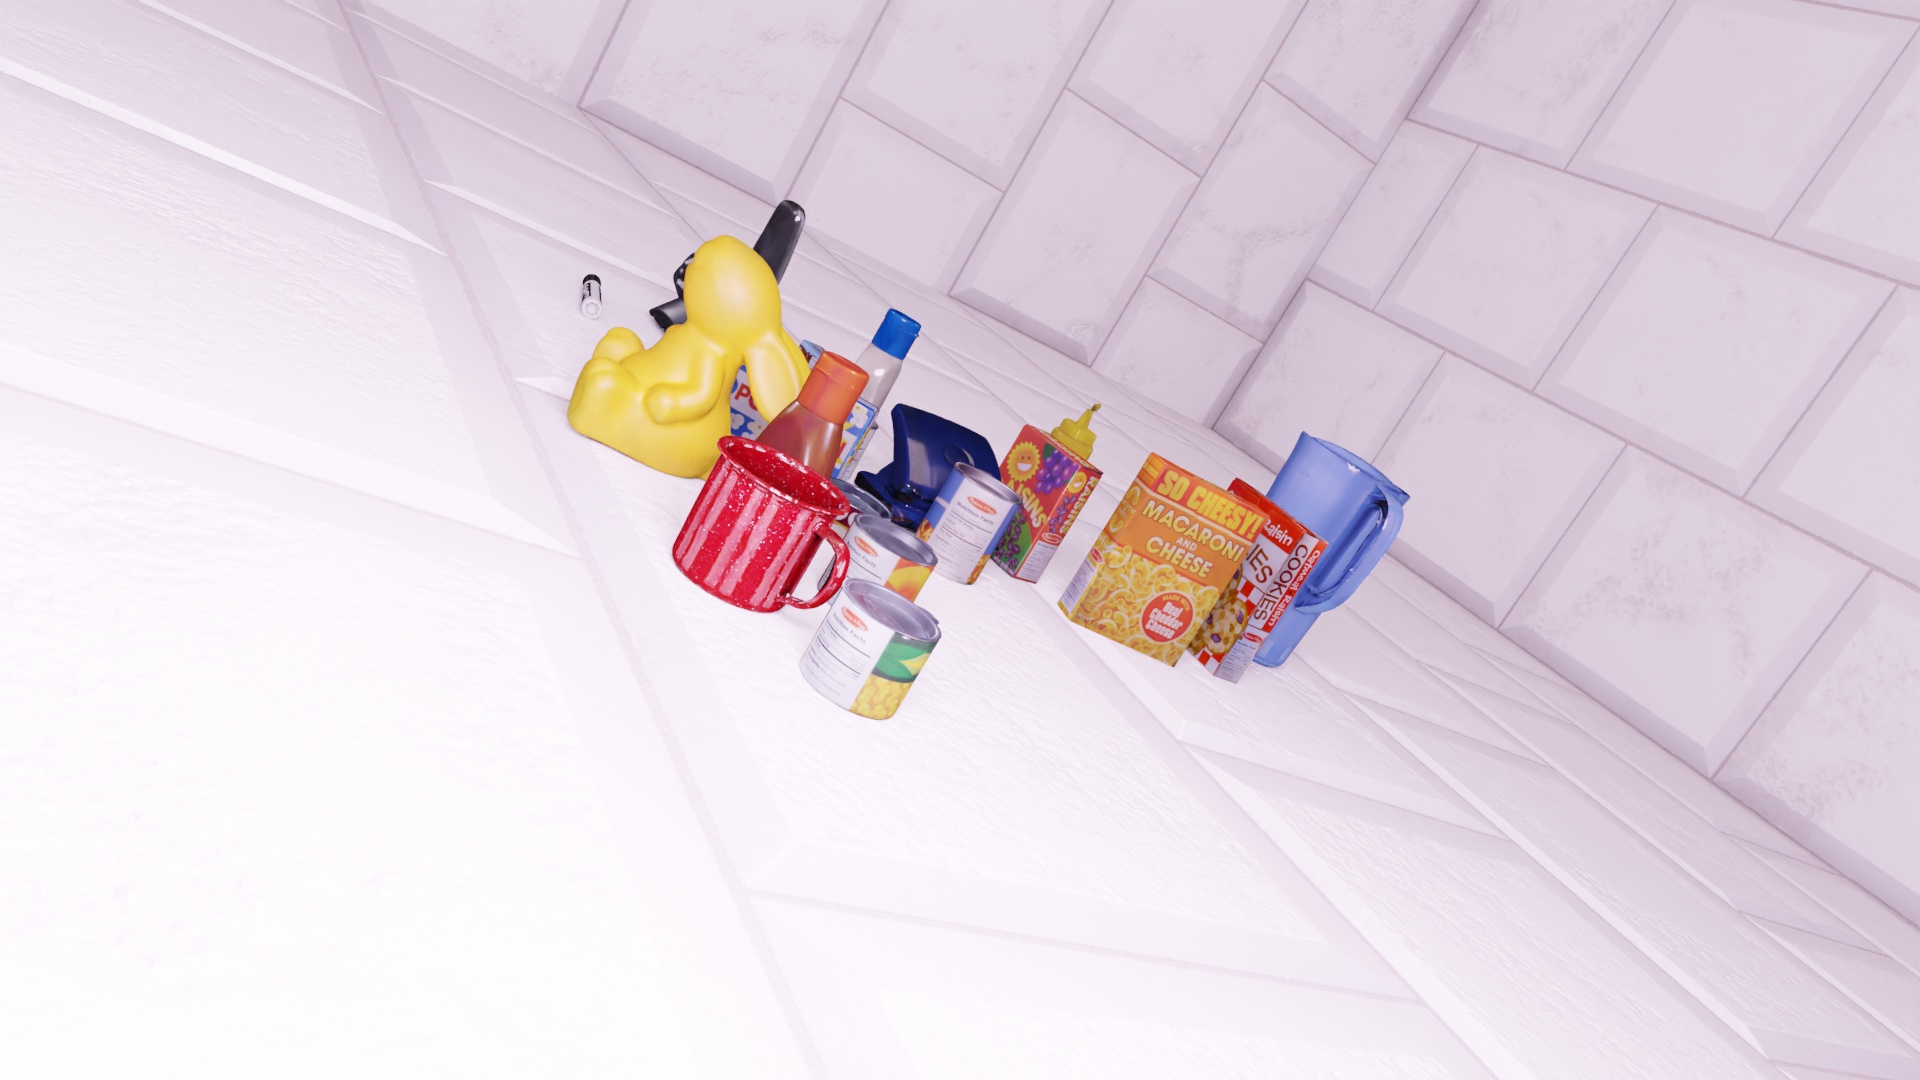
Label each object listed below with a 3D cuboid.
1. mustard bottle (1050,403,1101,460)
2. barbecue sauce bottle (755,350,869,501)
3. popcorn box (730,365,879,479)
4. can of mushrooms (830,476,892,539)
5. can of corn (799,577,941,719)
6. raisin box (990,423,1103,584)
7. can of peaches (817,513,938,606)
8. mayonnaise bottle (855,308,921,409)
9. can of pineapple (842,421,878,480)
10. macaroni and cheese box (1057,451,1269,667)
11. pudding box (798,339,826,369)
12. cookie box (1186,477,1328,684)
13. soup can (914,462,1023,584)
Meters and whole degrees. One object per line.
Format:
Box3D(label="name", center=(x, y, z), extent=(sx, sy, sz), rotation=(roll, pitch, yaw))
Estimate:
Box3D(label="mustard bottle", center=(0.100, -0.076, 1.441), extent=(0.049, 0.160, 0.065), rotation=(30, 13, -3))
Box3D(label="barbecue sauce bottle", center=(-0.112, -0.056, 0.939), extent=(0.065, 0.148, 0.044), rotation=(38, 15, 29))
Box3D(label="popcorn box", center=(-0.145, -0.107, 1.194), extent=(0.127, 0.085, 0.038), rotation=(30, 13, 0))
Box3D(label="can of mushrooms", center=(-0.092, -0.023, 1.111), extent=(0.071, 0.033, 0.071), rotation=(29, 13, -7))
Box3D(label="can of corn", center=(-0.052, 0.064, 0.824), extent=(0.071, 0.058, 0.071), rotation=(29, 13, -7))
Box3D(label="raisin box", center=(0.066, -0.034, 1.297), extent=(0.040, 0.123, 0.086), rotation=(17, 19, -47))
Box3D(label="can of peaches", center=(-0.056, 0.023, 0.967), extent=(0.071, 0.058, 0.071), rotation=(29, 13, -7))
Box3D(label="mayonnaise bottle", center=(-0.089, -0.152, 1.341), extent=(0.041, 0.147, 0.065), rotation=(32, 13, 8))
Box3D(label="can of pineapple", center=(-0.118, -0.096, 1.269), extent=(0.071, 0.057, 0.071), rotation=(29, 13, -7))
Box3D(label="macaroni and cheese box", center=(0.183, 0.018, 1.262), extent=(0.124, 0.166, 0.040), rotation=(25, 14, -23))
Box3D(label="pudding box", center=(-0.157, -0.180, 1.511), extent=(0.030, 0.049, 0.084), rotation=(20, 16, -37))
Box3D(label="cookie box", center=(0.273, 0.038, 1.379), extent=(0.040, 0.167, 0.123), rotation=(22, 15, -34))
Box3D(label="soup can", center=(0.004, -0.015, 1.179), extent=(0.071, 0.083, 0.071), rotation=(29, 13, -7))
